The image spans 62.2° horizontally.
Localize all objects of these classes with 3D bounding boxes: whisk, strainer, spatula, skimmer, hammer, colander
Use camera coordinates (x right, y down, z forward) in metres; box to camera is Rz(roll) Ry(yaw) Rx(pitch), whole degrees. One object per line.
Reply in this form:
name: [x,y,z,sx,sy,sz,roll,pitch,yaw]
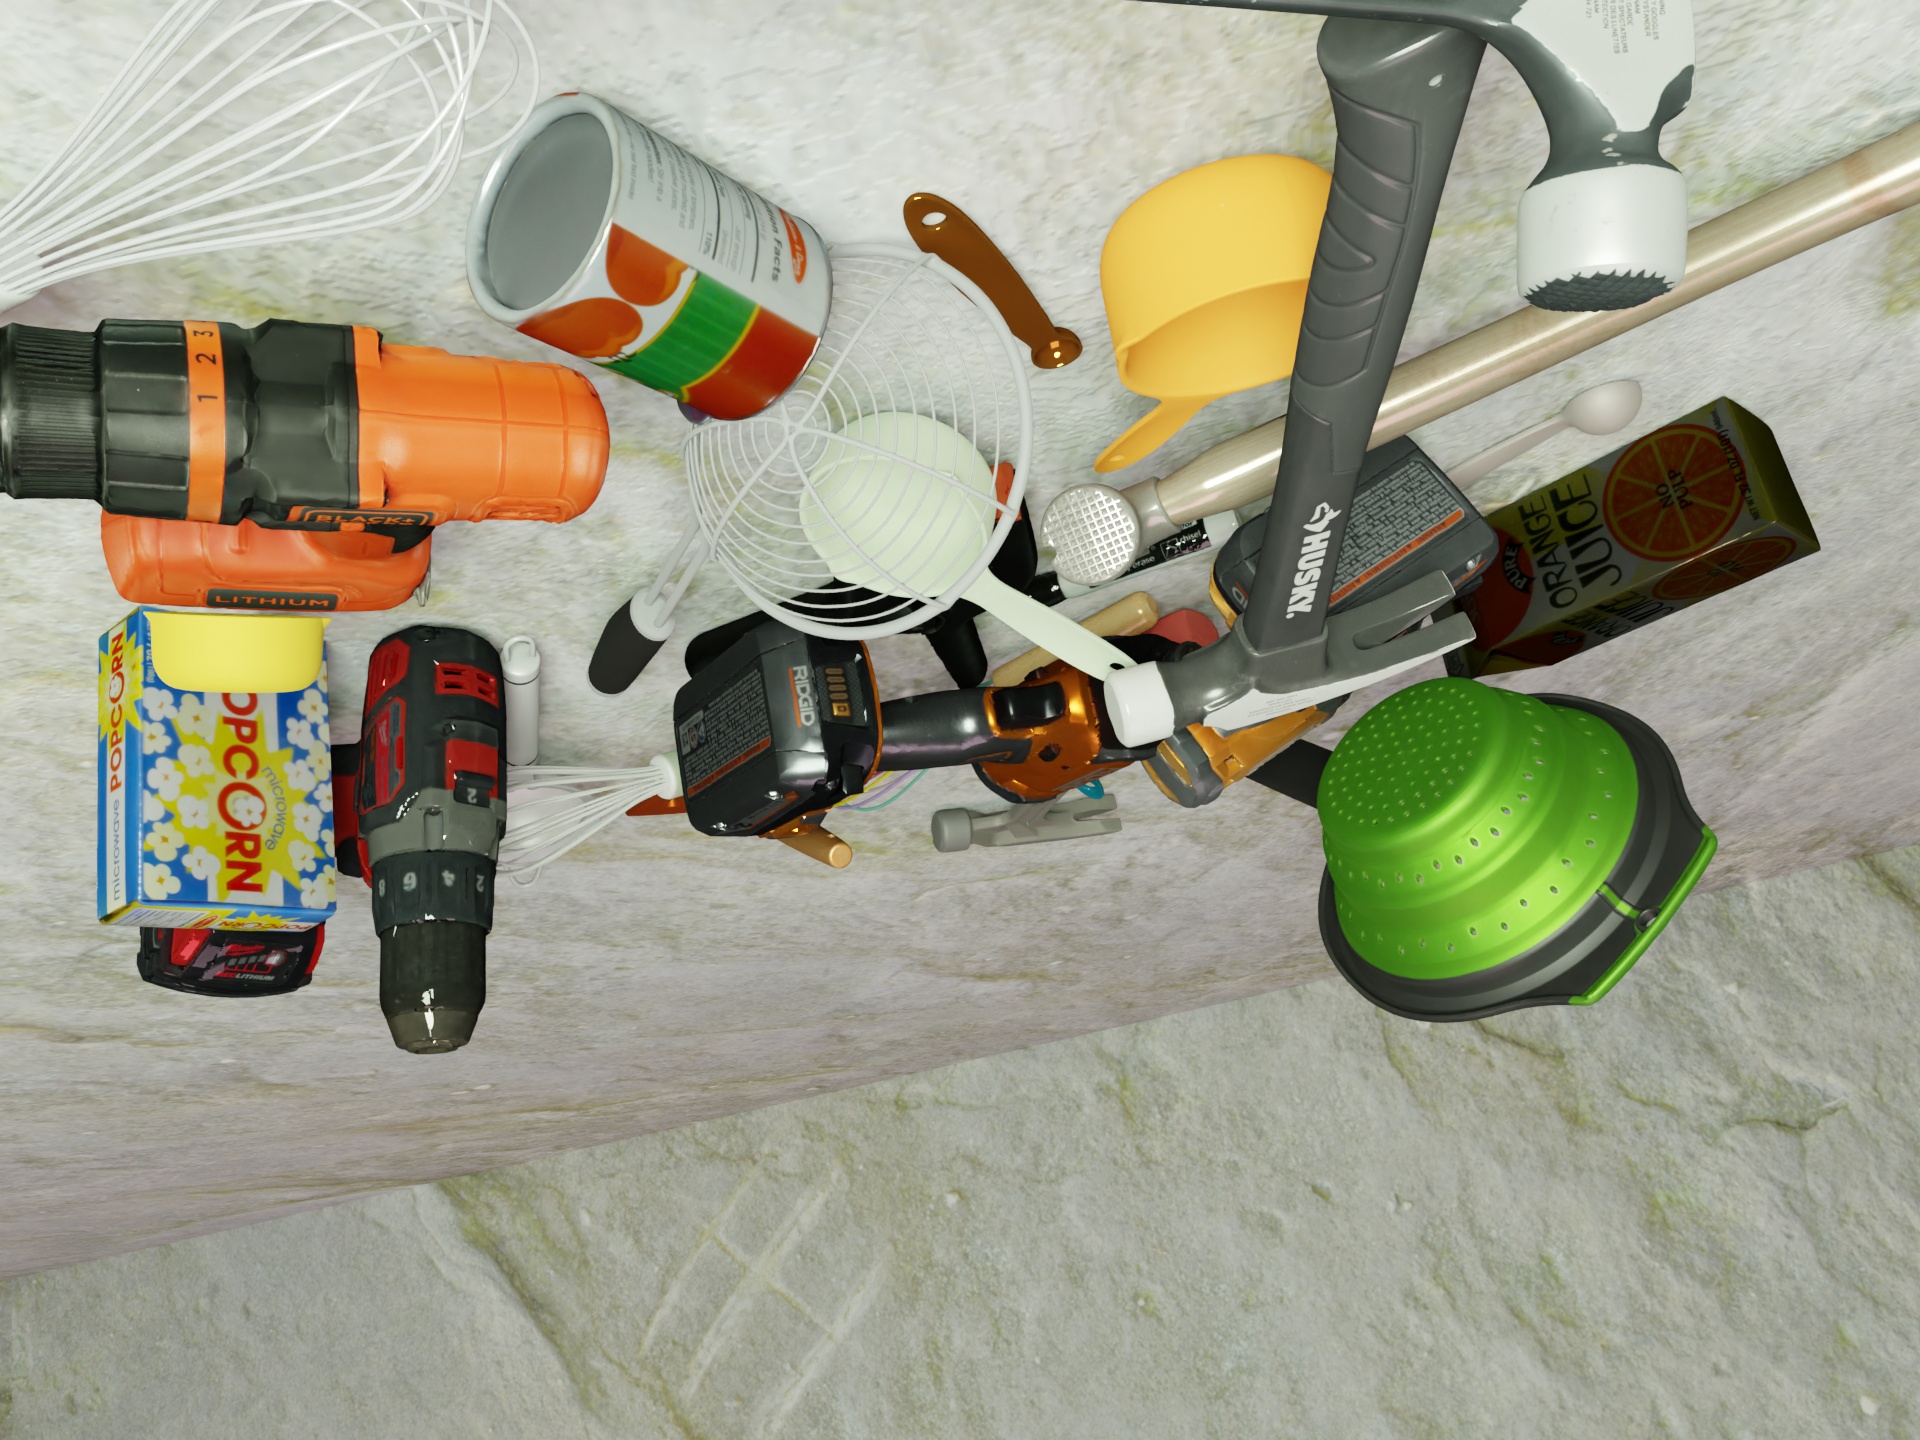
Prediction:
whisk: [-0.165,0.031,0.846,0.246,0.058,0.059,-17,152,-41]
strainer: [-0.232,0.019,0.843,0.087,0.050,0.258,-6,155,-18]
whisk: [0.008,-0.006,0.900,0.245,0.051,0.047,-29,-176,28]
spatula: [-0.119,0.056,0.898,0.081,0.041,0.323,-4,-173,-23]
skimmer: [-0.084,-0.064,0.633,0.090,0.127,0.363,-16,175,-23]
hammer: [0.229,-0.151,0.609,0.410,0.038,0.146,-23,-177,16]
colander: [0.224,0.029,0.898,0.094,0.204,0.397,42,174,-25]
hammer: [0.126,-0.097,0.522,0.146,0.035,0.334,-14,150,-5]
hammer: [-0.039,-0.171,0.327,0.409,0.149,0.036,1,180,-9]
hammer: [0.094,0.017,1.043,0.149,0.037,0.359,-6,161,-18]
whisk: [-0.227,-0.126,0.407,0.284,0.070,0.070,-14,162,24]

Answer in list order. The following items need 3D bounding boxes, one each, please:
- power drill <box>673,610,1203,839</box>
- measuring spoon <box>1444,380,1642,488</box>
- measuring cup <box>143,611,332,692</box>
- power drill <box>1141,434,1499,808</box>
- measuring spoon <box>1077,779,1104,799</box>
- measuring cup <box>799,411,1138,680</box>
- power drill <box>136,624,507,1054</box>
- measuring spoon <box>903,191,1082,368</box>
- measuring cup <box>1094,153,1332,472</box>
power drill: [-0.001,-0.002,0.744,0.226,0.084,0.164,-2,165,-32]
measuring spoon: [0.270,-0.126,0.767,0.034,0.018,0.124,6,155,-43]
measuring cup: [-0.272,-0.026,0.614,0.062,0.029,0.156,1,-178,-17]
power drill: [0.188,-0.051,0.804,0.185,0.084,0.226,-33,164,-16]
measuring spoon: [0.061,0.007,0.958,0.042,0.021,0.128,1,147,31]
measuring cup: [0.013,-0.066,0.648,0.167,0.038,0.083,31,140,-22]
power drill: [-0.292,0.074,0.744,0.227,0.188,0.080,-21,156,35]
measuring spoon: [0.012,-0.152,0.550,0.021,0.011,0.116,-21,156,23]
measuring cup: [0.078,-0.140,0.568,0.095,0.052,0.173,-8,171,-18]
